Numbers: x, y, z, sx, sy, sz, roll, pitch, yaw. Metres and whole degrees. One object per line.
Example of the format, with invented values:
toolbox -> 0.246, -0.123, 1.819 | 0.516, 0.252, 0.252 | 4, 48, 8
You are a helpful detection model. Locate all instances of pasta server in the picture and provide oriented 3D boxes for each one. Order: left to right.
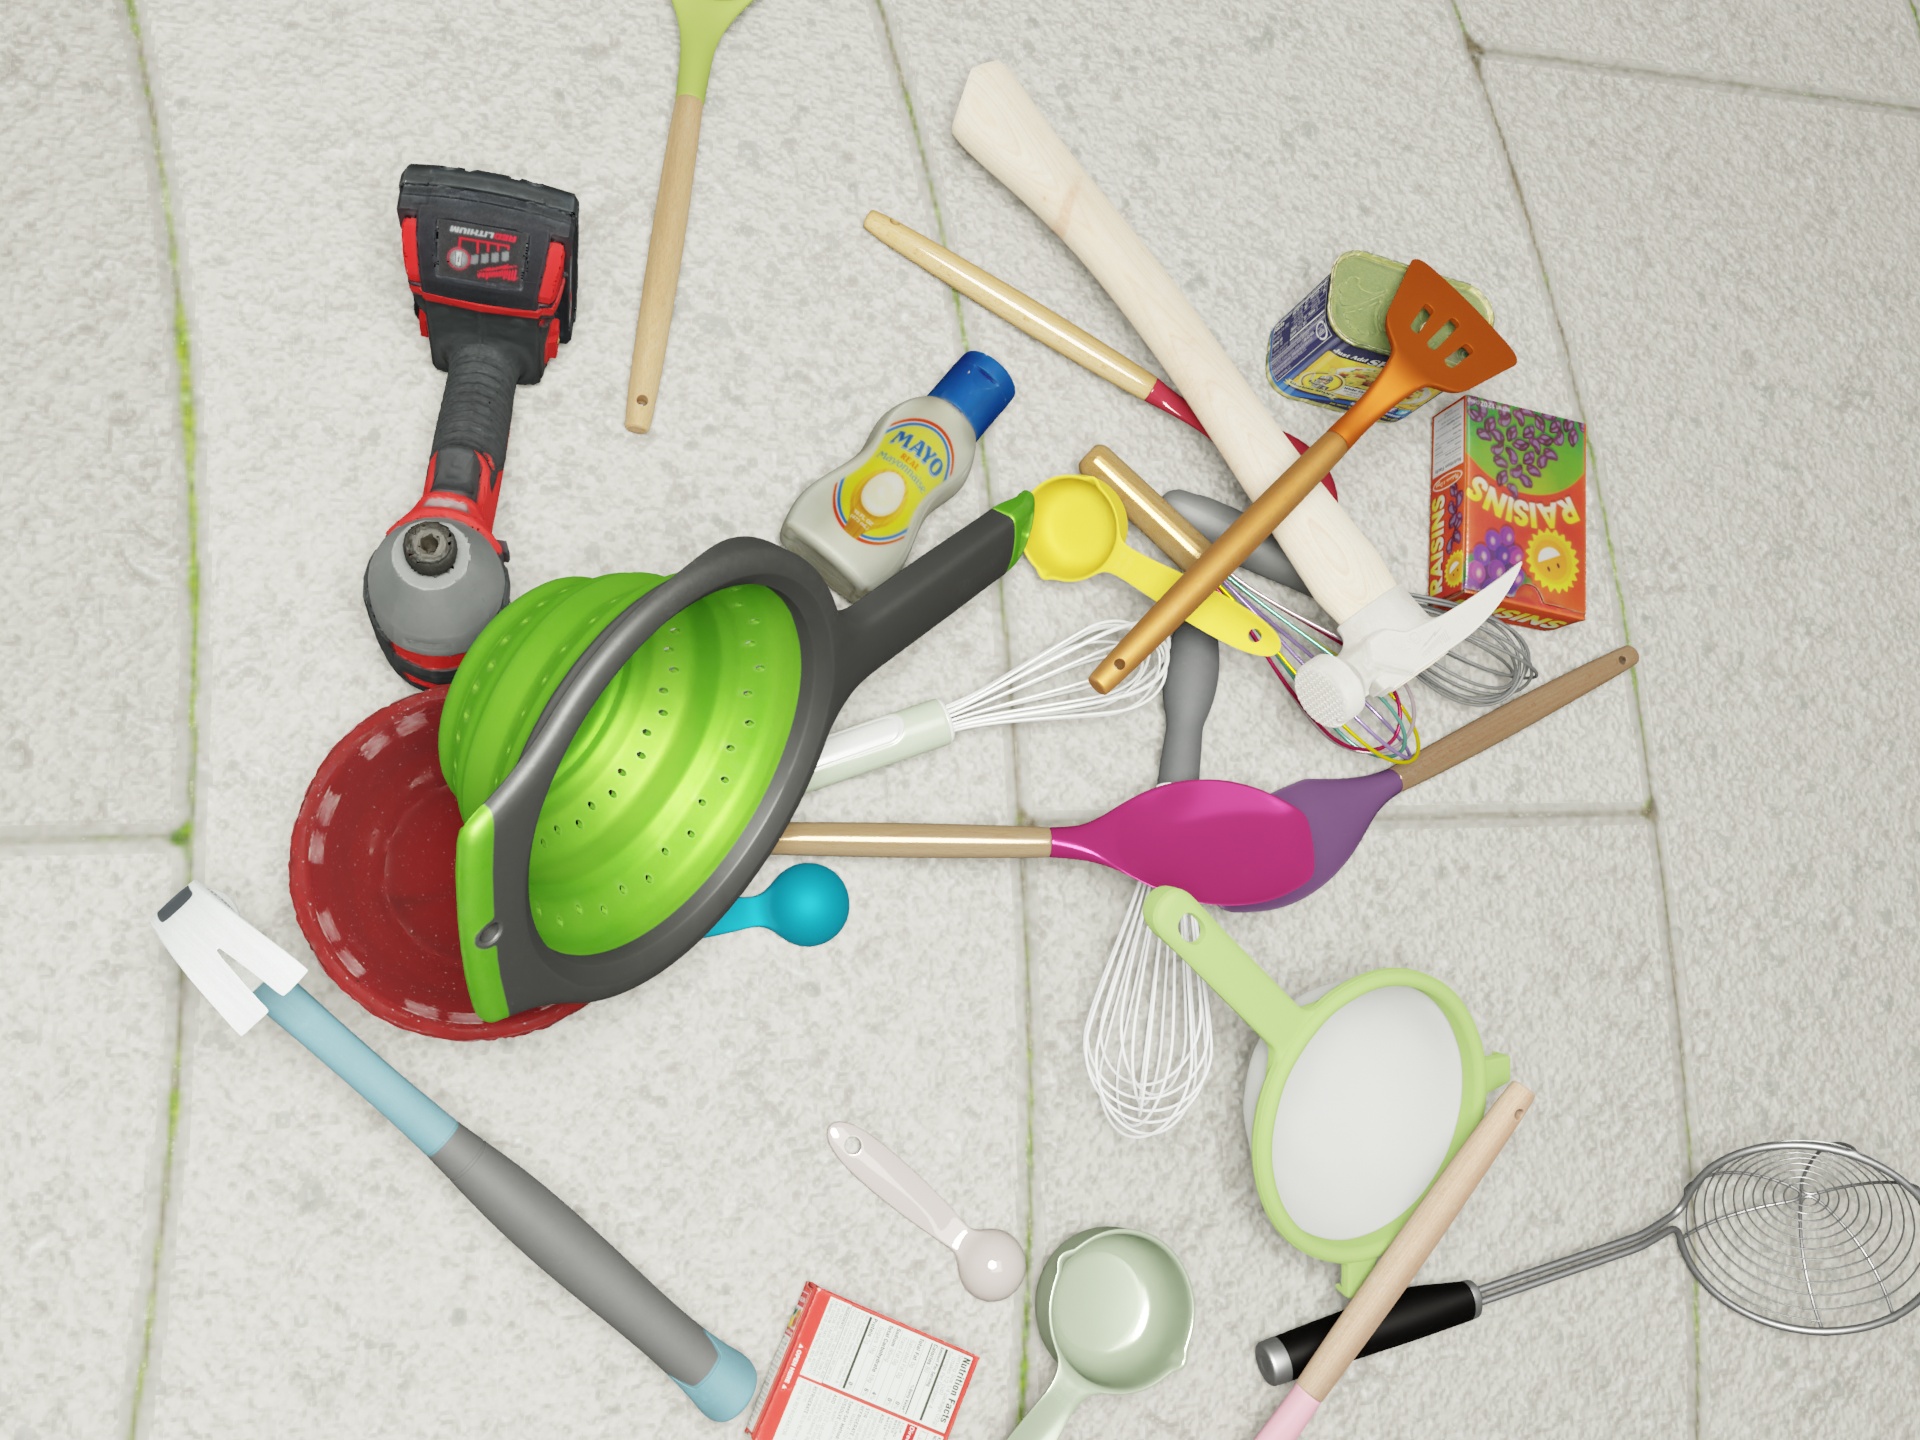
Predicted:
pasta server -> 0.191, 0.311, 0.779 | 0.060, 0.040, 0.316 | 40, 84, -26

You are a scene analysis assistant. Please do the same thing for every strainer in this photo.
strainer -> 0.159, 0.159, 0.793 | 0.256, 0.069, 0.151 | 45, 76, -25

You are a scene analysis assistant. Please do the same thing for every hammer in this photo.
hammer -> -0.215, 0.190, 0.691 | 0.331, 0.128, 0.033 | 46, 70, -12
hammer -> 0.135, -0.198, 0.868 | 0.146, 0.038, 0.411 | -32, 82, -22

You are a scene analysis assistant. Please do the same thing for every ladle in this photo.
ladle -> -0.145, -0.307, 0.834 | 0.078, 0.062, 0.320 | 9, 79, -14
ladle -> 0.084, -0.199, 0.891 | 0.315, 0.031, 0.069 | 30, 42, -5

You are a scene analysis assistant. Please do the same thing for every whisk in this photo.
whisk -> -0.001, -0.003, 0.817 | 0.246, 0.059, 0.058 | -19, 54, -15
whisk -> 0.108, 0.074, 0.832 | 0.070, 0.070, 0.285 | 14, 70, -13
whisk -> 0.160, -0.063, 0.871 | 0.245, 0.051, 0.047 | 43, 74, -1
whisk -> 0.219, -0.072, 0.900 | 0.239, 0.055, 0.055 | 26, 73, -5

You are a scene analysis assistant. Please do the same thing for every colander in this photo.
colander -> -0.101, -0.032, 0.718 | 0.094, 0.204, 0.397 | 27, 42, 22

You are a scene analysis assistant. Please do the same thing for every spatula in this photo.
spatula -> 0.175, -0.124, 0.817 | 0.081, 0.041, 0.322 | 45, 75, 1
spatula -> 0.268, 0.026, 0.905 | 0.316, 0.018, 0.060 | -26, 88, -18

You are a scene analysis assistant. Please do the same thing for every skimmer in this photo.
skimmer -> 0.335, 0.303, 0.828 | 0.363, 0.090, 0.127 | -11, 114, -16

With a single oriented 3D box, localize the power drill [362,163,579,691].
power drill -> -0.227, -0.131, 0.728 | 0.078, 0.143, 0.220 | 7, 75, -12

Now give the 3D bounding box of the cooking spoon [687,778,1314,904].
cooking spoon -> 0.019, 0.060, 0.792 | 0.319, 0.017, 0.069 | 1, 62, -4

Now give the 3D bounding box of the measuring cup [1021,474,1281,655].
measuring cup -> 0.103, -0.079, 0.843 | 0.156, 0.029, 0.062 | 32, 112, 13

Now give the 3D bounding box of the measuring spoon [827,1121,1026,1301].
measuring spoon -> -0.016, 0.238, 0.776 | 0.124, 0.018, 0.034 | 41, 71, -4

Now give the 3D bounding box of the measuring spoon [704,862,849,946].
measuring spoon -> -0.115, 0.094, 0.775 | 0.128, 0.021, 0.042 | -5, 80, -19

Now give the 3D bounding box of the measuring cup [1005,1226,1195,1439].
measuring cup -> 0.046, 0.321, 0.769 | 0.083, 0.038, 0.167 | 42, 73, -5
